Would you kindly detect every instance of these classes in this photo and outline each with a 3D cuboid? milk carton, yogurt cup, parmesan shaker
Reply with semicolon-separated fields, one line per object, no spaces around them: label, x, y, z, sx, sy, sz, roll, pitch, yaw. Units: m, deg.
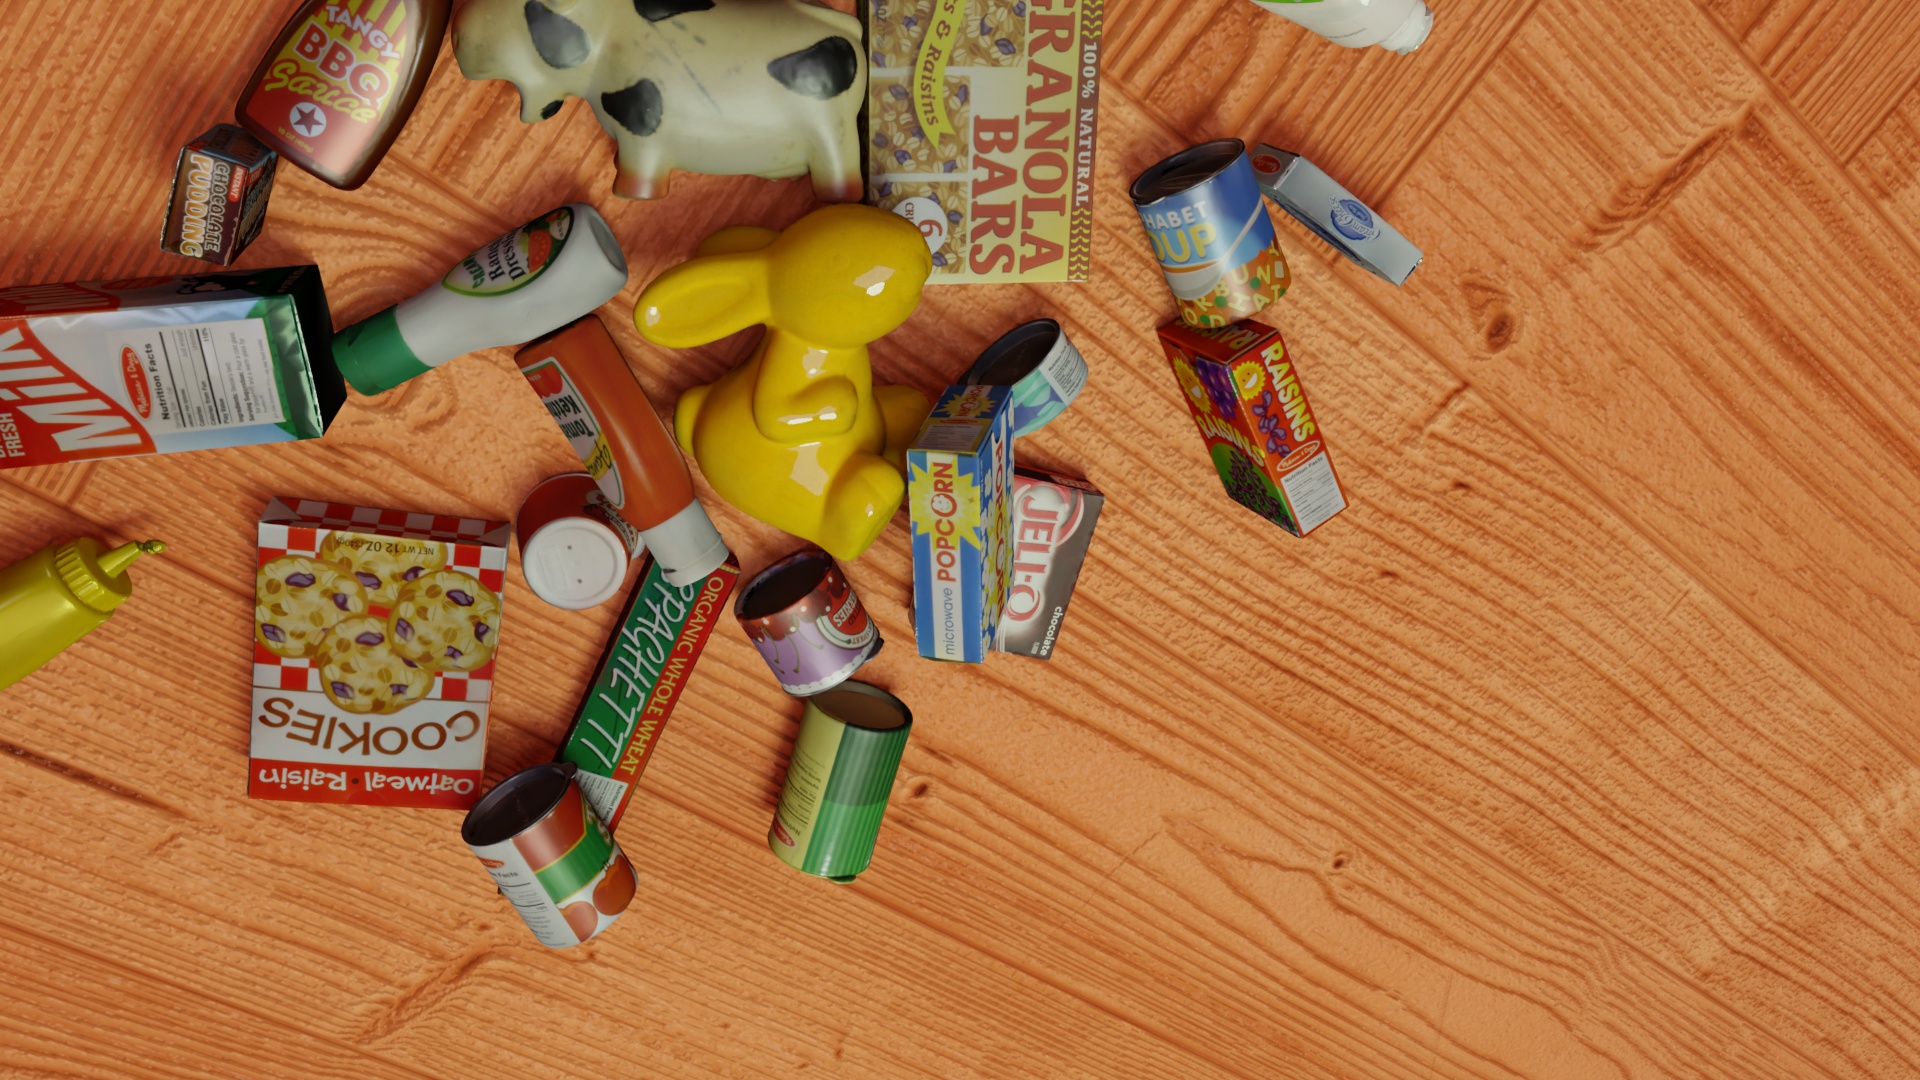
milk carton;-0.407;-0.083;0.666;0.191;0.072;0.073;-7;114;-12
yogurt cup;-0.210;0.003;0.761;0.072;0.054;0.072;-5;113;-11
parmesan shaker;-0.071;0.145;0.845;0.071;0.071;0.102;12;109;-18

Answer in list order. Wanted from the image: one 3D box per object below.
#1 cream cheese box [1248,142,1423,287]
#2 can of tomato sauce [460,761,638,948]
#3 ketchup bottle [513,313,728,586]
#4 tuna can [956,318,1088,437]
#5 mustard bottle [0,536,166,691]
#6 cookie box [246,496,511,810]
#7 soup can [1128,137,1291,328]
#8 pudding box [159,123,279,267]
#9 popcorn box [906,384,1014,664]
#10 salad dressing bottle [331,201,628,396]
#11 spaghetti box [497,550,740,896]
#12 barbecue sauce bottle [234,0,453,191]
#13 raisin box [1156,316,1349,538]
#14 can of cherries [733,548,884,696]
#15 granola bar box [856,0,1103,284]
cream cheese box;0.210;-0.186;0.789;0.104;0.053;0.024;30;105;-23
can of tomato sauce;-0.230;0.177;0.789;0.071;0.071;0.082;-26;116;-3
ketchup bottle;-0.175;-0.046;0.736;0.044;0.064;0.148;-41;112;-30
tuna can;0.034;-0.090;0.779;0.071;0.071;0.032;-38;117;4
mustard bottle;-0.479;0.039;0.705;0.160;0.065;0.048;-32;122;-6
cookie box;-0.321;0.067;0.767;0.123;0.040;0.166;7;110;-17
soup can;0.137;-0.168;0.769;0.071;0.071;0.083;-29;116;-1
pudding box;-0.341;-0.162;0.643;0.030;0.084;0.049;15;107;-22
popcorn box;0.003;-0.009;0.738;0.038;0.085;0.126;6;120;13
salad dressing bottle;-0.243;-0.119;0.701;0.147;0.064;0.043;-25;139;5
spaghetti box;-0.203;0.109;0.820;0.050;0.029;0.249;22;105;-21
barbecue sauce bottle;-0.272;-0.241;0.650;0.065;0.044;0.148;35;100;-18
raisin box;0.169;-0.071;0.808;0.040;0.086;0.123;-32;116;-6
can of cherries;-0.087;0.046;0.802;0.071;0.072;0.058;-29;115;-1
granola bar box;0.009;-0.221;0.732;0.124;0.039;0.164;-4;113;-13
